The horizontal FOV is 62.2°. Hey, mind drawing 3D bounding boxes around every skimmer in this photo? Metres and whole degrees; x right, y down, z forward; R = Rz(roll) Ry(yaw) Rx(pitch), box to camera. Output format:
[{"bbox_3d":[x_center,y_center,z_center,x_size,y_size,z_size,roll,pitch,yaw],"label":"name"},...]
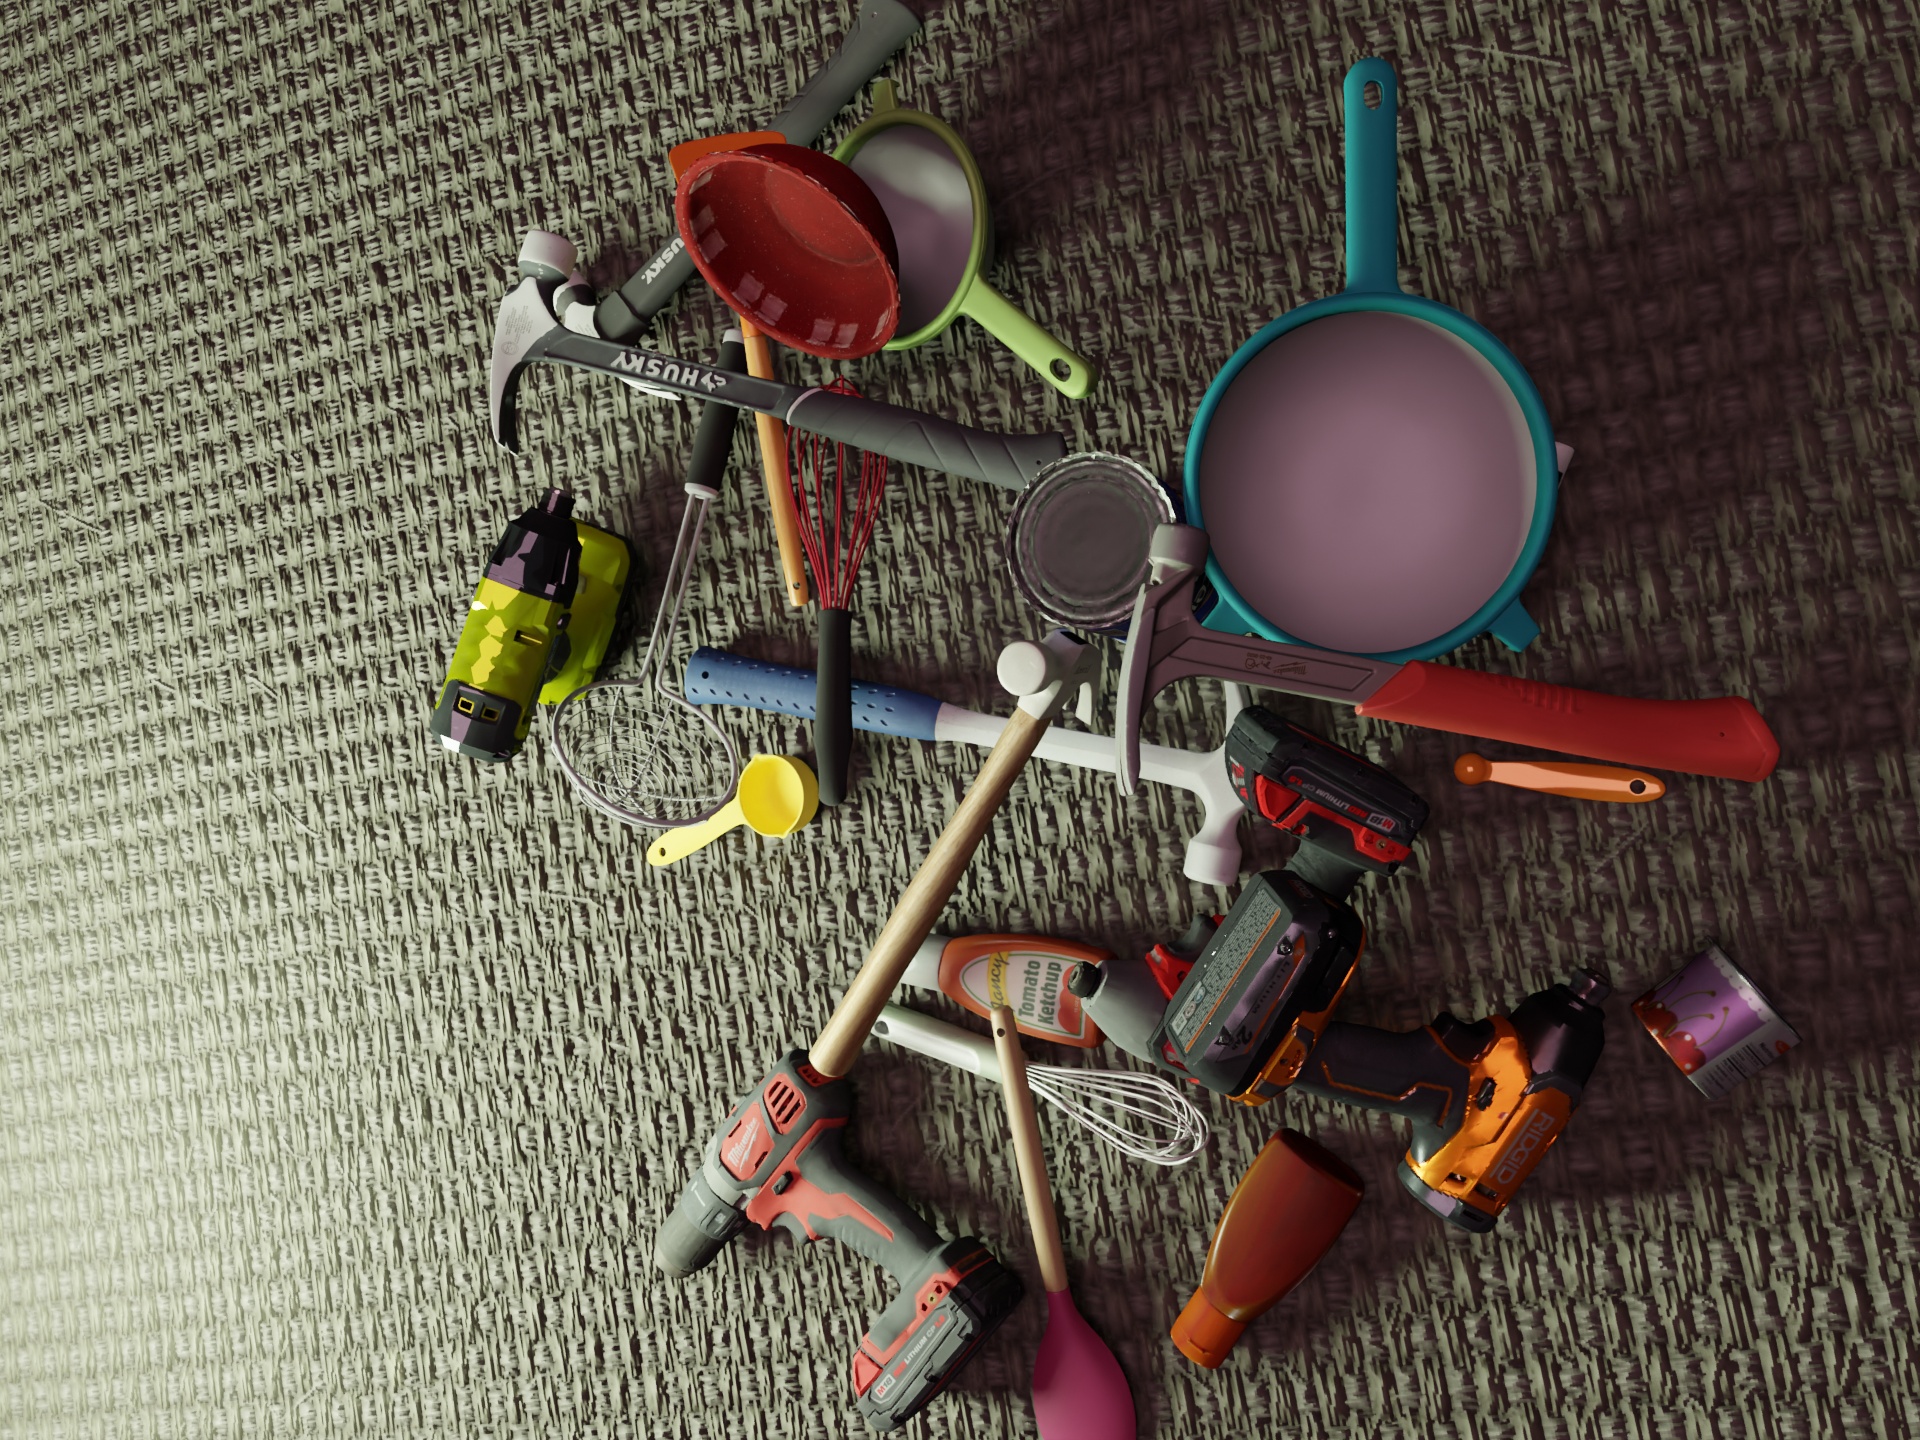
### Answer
[{"bbox_3d":[-0.181,-0.104,1.077,0.127,0.090,0.363,17,78,-22],"label":"skimmer"}]

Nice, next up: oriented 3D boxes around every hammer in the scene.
[{"bbox_3d":[-0.121,-0.204,1.033,0.409,0.036,0.149,17,86,12],"label":"hammer"},{"bbox_3d":[-0.007,0.087,0.985,0.031,0.130,0.331,36,110,19],"label":"hammer"},{"bbox_3d":[-0.152,-0.375,1.125,0.334,0.035,0.146,-44,62,13],"label":"hammer"},{"bbox_3d":[0.266,-0.003,0.868,0.359,0.036,0.149,10,85,-4],"label":"hammer"},{"bbox_3d":[-0.002,-0.003,1.058,0.405,0.035,0.144,11,93,22],"label":"hammer"}]

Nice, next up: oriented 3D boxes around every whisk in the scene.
[{"bbox_3d":[-0.083,-0.090,1.057,0.073,0.073,0.296,-5,77,22],"label":"whisk"},{"bbox_3d":[0.045,0.229,1.027,0.246,0.059,0.057,15,121,26],"label":"whisk"}]

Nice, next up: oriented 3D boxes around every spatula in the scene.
[{"bbox_3d":[-0.136,-0.239,1.095,0.081,0.041,0.322,-9,101,0],"label":"spatula"}]

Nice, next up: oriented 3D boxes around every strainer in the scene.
[{"bbox_3d":[0.010,-0.288,1.035,0.256,0.069,0.151,44,123,23],"label":"strainer"},{"bbox_3d":[0.228,-0.200,0.928,0.211,0.095,0.340,-1,92,-1],"label":"strainer"}]

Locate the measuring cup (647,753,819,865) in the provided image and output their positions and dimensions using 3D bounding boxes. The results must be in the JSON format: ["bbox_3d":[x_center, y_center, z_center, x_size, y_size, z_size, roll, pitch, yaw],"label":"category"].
[{"bbox_3d":[-0.162,0.070,1.131,0.156,0.029,0.062,-27,78,31],"label":"measuring cup"}]

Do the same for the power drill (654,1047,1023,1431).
[{"bbox_3d":[-0.092,0.358,1.062,0.227,0.080,0.188,42,103,21],"label":"power drill"}]

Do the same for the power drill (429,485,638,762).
[{"bbox_3d":[-0.279,-0.073,1.066,0.080,0.223,0.171,20,96,-6],"label":"power drill"}]

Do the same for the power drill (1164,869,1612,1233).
[{"bbox_3d":[0.248,0.173,0.887,0.226,0.084,0.164,29,100,-14],"label":"power drill"}]

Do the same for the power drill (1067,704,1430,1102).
[{"bbox_3d":[0.166,0.111,0.942,0.143,0.079,0.219,25,100,-12],"label":"power drill"}]

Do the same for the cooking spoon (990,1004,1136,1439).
[{"bbox_3d":[0.056,0.334,1.005,0.069,0.017,0.319,-9,96,24],"label":"cooking spoon"}]

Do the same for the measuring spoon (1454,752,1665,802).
[{"bbox_3d":[0.348,0.034,0.929,0.117,0.011,0.021,6,90,22],"label":"measuring spoon"}]
